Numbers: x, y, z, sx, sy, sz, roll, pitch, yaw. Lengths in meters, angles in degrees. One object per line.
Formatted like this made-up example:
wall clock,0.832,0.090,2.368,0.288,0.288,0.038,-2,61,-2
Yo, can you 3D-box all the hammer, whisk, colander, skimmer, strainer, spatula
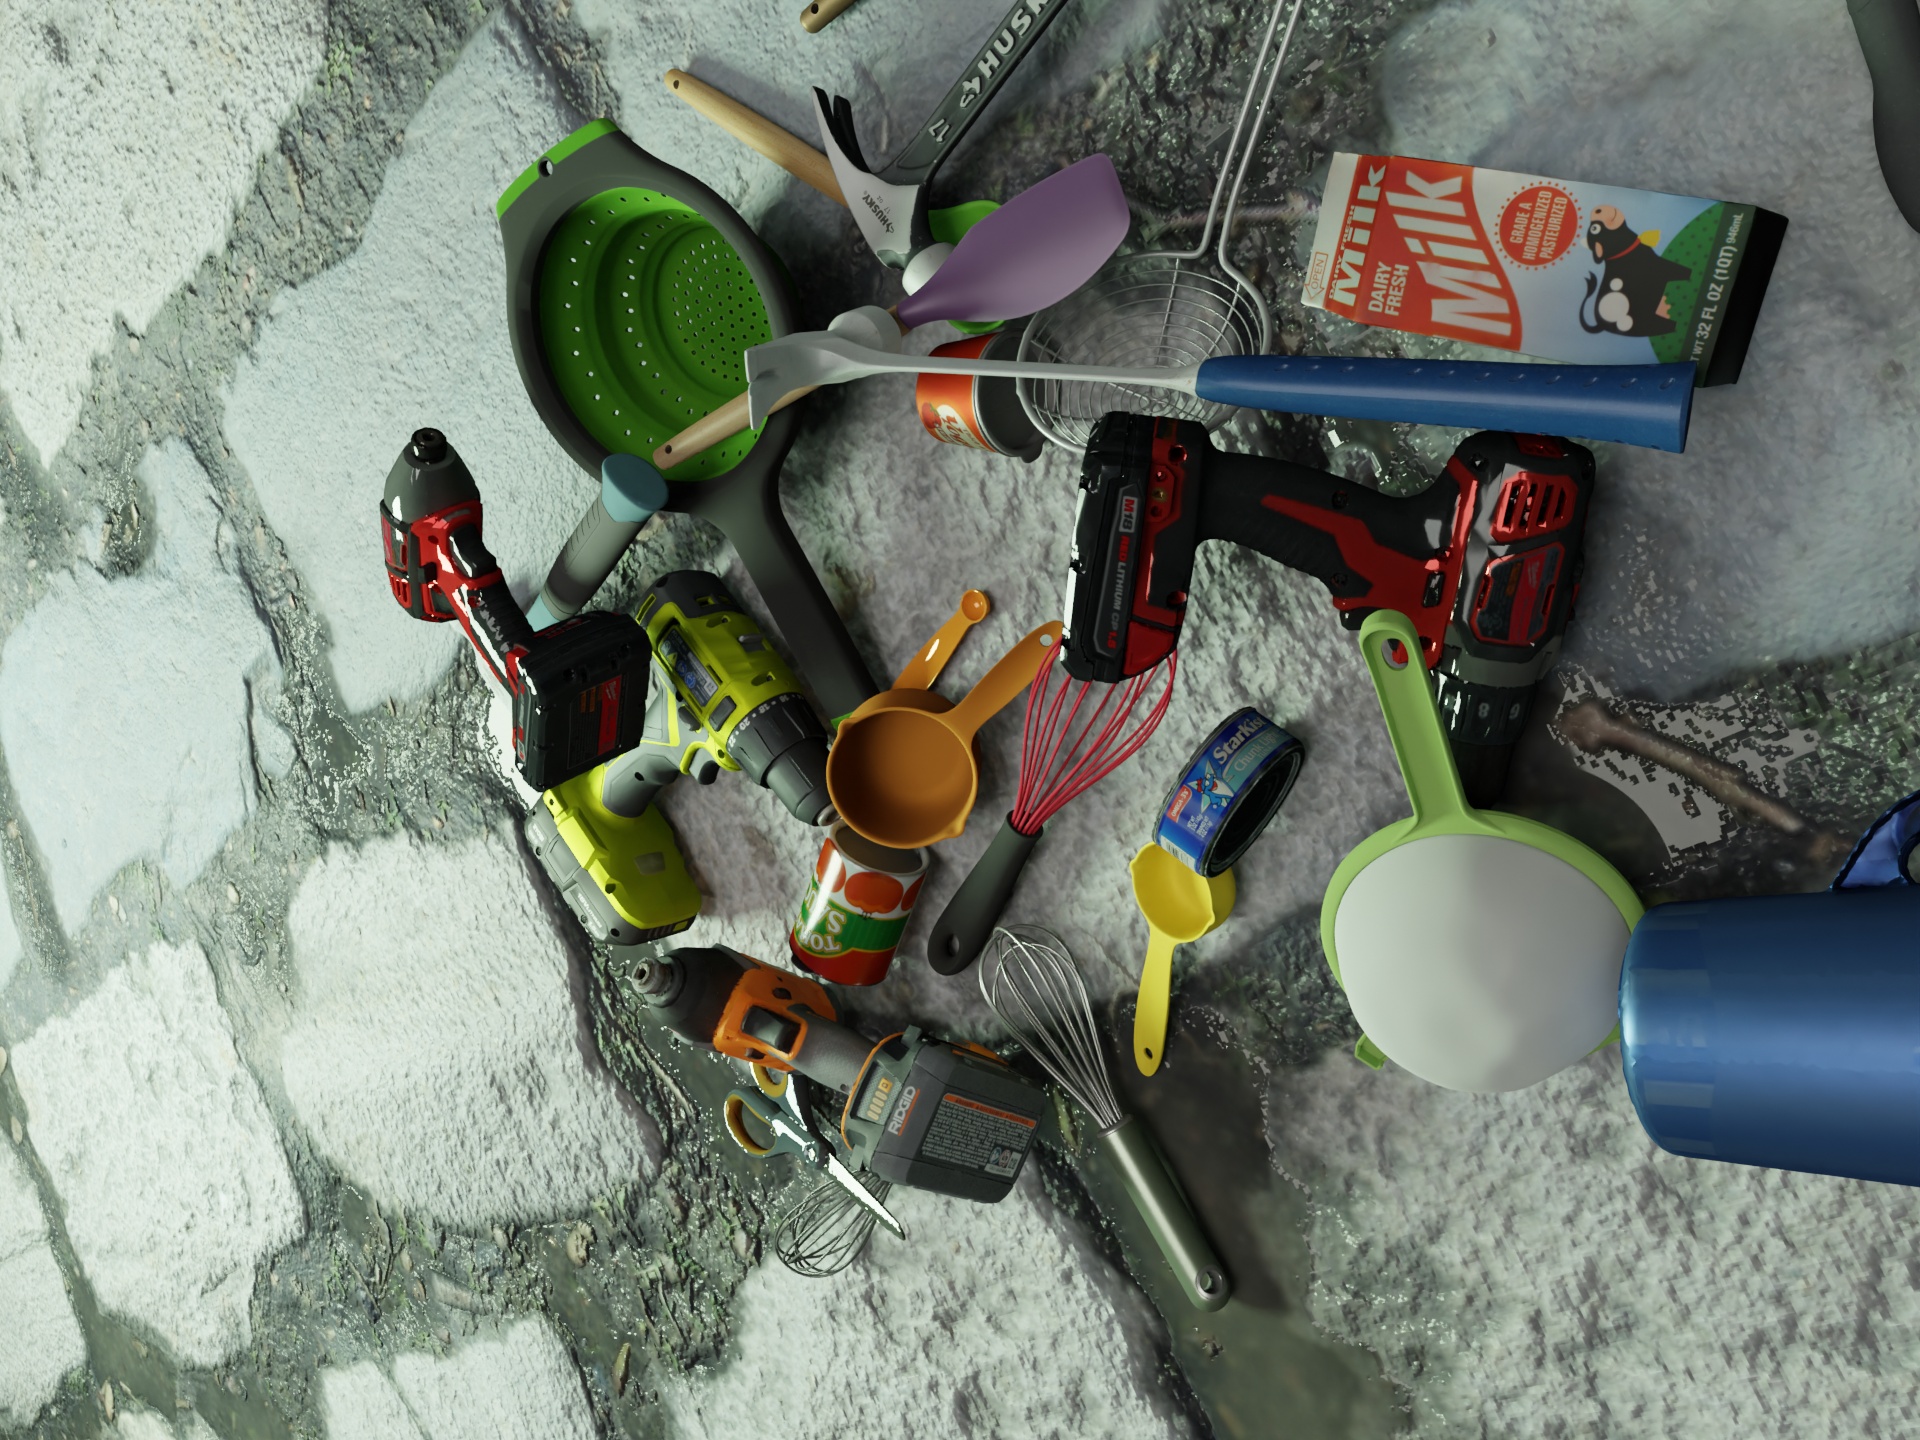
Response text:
hammer,0.071,-0.398,0.776,0.409,0.036,0.149,-46,68,29
whisk,0.044,0.044,0.893,0.073,0.073,0.295,43,128,22
hammer,-0.259,-0.084,1.037,0.128,0.033,0.331,56,145,1
whisk,0.338,-0.322,0.608,0.070,0.070,0.284,-15,95,37
whisk,0.084,0.225,0.909,0.246,0.058,0.059,60,160,8
hammer,0.093,-0.145,0.684,0.405,0.144,0.035,9,115,24
whisk,-0.042,0.285,1.010,0.055,0.055,0.239,51,119,17
colander,-0.123,-0.164,0.962,0.204,0.094,0.397,-21,103,35
skimmer,0.127,-0.297,0.740,0.127,0.090,0.363,31,116,29
strainer,0.216,0.075,0.706,0.151,0.069,0.256,-9,118,30
spatula,-0.048,-0.198,0.834,0.316,0.018,0.060,-21,80,31

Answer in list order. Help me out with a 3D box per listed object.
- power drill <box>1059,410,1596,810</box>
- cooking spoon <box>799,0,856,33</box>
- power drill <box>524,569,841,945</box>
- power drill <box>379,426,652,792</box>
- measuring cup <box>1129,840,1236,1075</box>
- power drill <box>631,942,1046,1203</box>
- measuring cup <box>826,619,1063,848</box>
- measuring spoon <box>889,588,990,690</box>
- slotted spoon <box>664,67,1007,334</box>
power drill,0.162,-0.048,0.733,0.226,0.080,0.187,7,114,5
cooking spoon,0.028,-0.457,0.826,0.319,0.017,0.069,-26,84,36
power drill,-0.177,0.042,1.038,0.191,0.080,0.228,51,121,20
power drill,-0.286,-0.075,0.986,0.220,0.078,0.143,46,143,22
measuring cup,0.118,0.131,0.877,0.062,0.029,0.156,32,130,40
power drill,-0.081,0.194,0.926,0.227,0.164,0.084,18,80,40
measuring cup,-0.001,-0.003,0.916,0.095,0.052,0.173,44,107,-9
measuring spoon,-0.015,-0.036,0.948,0.021,0.011,0.117,54,128,20
slotted spoon,-0.070,-0.313,0.922,0.314,0.031,0.070,39,119,26
